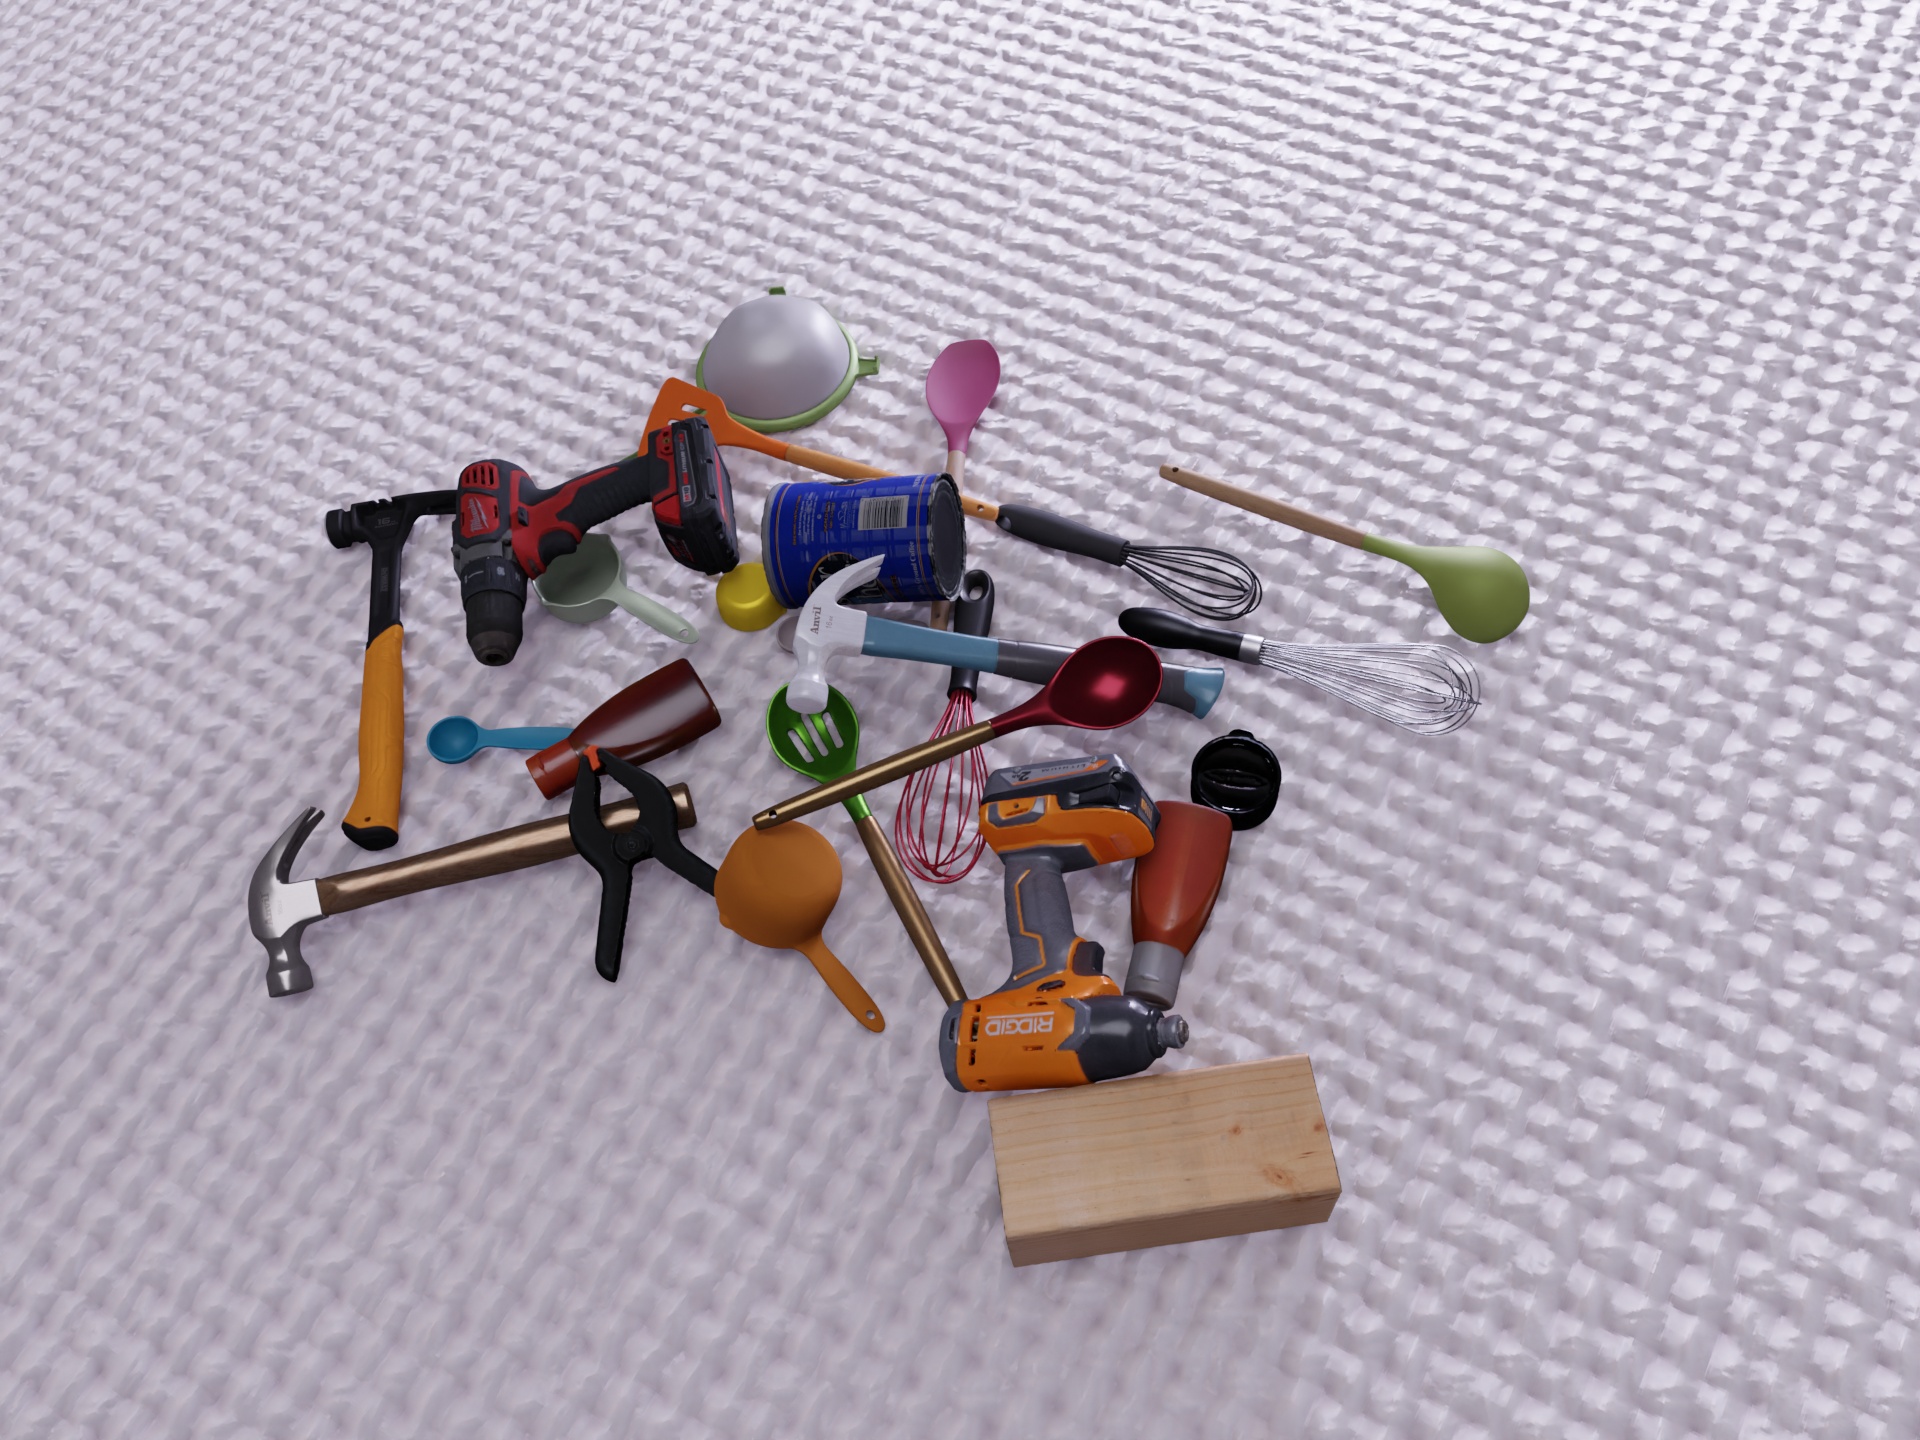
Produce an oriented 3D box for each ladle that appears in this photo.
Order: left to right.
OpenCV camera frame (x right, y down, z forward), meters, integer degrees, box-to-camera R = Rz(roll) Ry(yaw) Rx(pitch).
[{"bbox_3d":[-0.001,0.016,1.147,0.315,0.031,0.069,-21,71,-8],"label":"ladle"},{"bbox_3d":[0.303,-0.146,1.288,0.320,0.062,0.078,25,66,26],"label":"ladle"}]

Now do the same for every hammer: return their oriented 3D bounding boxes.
[{"bbox_3d":[-0.466,-0.048,1.307,0.127,0.034,0.337,-10,59,1],"label":"hammer"},{"bbox_3d":[-0.364,0.101,1.195,0.331,0.031,0.130,-15,80,-7],"label":"hammer"},{"bbox_3d":[0.039,-0.045,1.198,0.331,0.033,0.128,9,65,-9],"label":"hammer"}]

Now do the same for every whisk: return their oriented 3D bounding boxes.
[{"bbox_3d":[-0.002,-0.004,1.222,0.073,0.073,0.296,3,54,7],"label":"whisk"},{"bbox_3d":[0.132,-0.134,1.292,0.239,0.055,0.055,21,64,23],"label":"whisk"},{"bbox_3d":[0.256,-0.047,1.222,0.285,0.070,0.070,15,62,20],"label":"whisk"}]

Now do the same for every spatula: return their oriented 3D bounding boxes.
[{"bbox_3d":[-0.121,-0.218,1.346,0.322,0.041,0.081,18,84,7],"label":"spatula"}]

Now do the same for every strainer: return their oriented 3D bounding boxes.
[{"bbox_3d":[-0.208,-0.303,1.410,0.256,0.069,0.152,-40,64,-19],"label":"strainer"}]

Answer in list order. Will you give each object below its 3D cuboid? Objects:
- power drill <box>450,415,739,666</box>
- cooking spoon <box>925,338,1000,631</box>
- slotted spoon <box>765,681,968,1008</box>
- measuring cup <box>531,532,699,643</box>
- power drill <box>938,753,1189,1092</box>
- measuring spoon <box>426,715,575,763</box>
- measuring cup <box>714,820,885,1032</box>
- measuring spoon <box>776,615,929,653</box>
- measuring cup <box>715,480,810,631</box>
[{"bbox_3d":[-0.298,-0.143,1.279,0.226,0.080,0.188,-12,59,2],"label":"power drill"},{"bbox_3d":[-0.006,-0.206,1.362,0.069,0.017,0.319,-3,58,14],"label":"cooking spoon"},{"bbox_3d":[-0.062,0.097,1.183,0.070,0.031,0.314,-25,62,-9],"label":"slotted spoon"},{"bbox_3d":[-0.279,-0.095,1.314,0.168,0.038,0.083,29,66,19],"label":"measuring cup"},{"bbox_3d":[0.079,0.139,1.077,0.164,0.084,0.227,-8,54,25],"label":"power drill"},{"bbox_3d":[-0.359,0.019,1.270,0.128,0.021,0.042,0,58,-4],"label":"measuring spoon"},{"bbox_3d":[-0.102,0.144,1.132,0.095,0.052,0.174,-26,66,-39],"label":"measuring cup"},{"bbox_3d":[-0.088,-0.069,1.294,0.124,0.018,0.034,-3,59,-4],"label":"measuring spoon"},{"bbox_3d":[-0.158,-0.146,1.334,0.062,0.029,0.157,14,64,14],"label":"measuring cup"}]
